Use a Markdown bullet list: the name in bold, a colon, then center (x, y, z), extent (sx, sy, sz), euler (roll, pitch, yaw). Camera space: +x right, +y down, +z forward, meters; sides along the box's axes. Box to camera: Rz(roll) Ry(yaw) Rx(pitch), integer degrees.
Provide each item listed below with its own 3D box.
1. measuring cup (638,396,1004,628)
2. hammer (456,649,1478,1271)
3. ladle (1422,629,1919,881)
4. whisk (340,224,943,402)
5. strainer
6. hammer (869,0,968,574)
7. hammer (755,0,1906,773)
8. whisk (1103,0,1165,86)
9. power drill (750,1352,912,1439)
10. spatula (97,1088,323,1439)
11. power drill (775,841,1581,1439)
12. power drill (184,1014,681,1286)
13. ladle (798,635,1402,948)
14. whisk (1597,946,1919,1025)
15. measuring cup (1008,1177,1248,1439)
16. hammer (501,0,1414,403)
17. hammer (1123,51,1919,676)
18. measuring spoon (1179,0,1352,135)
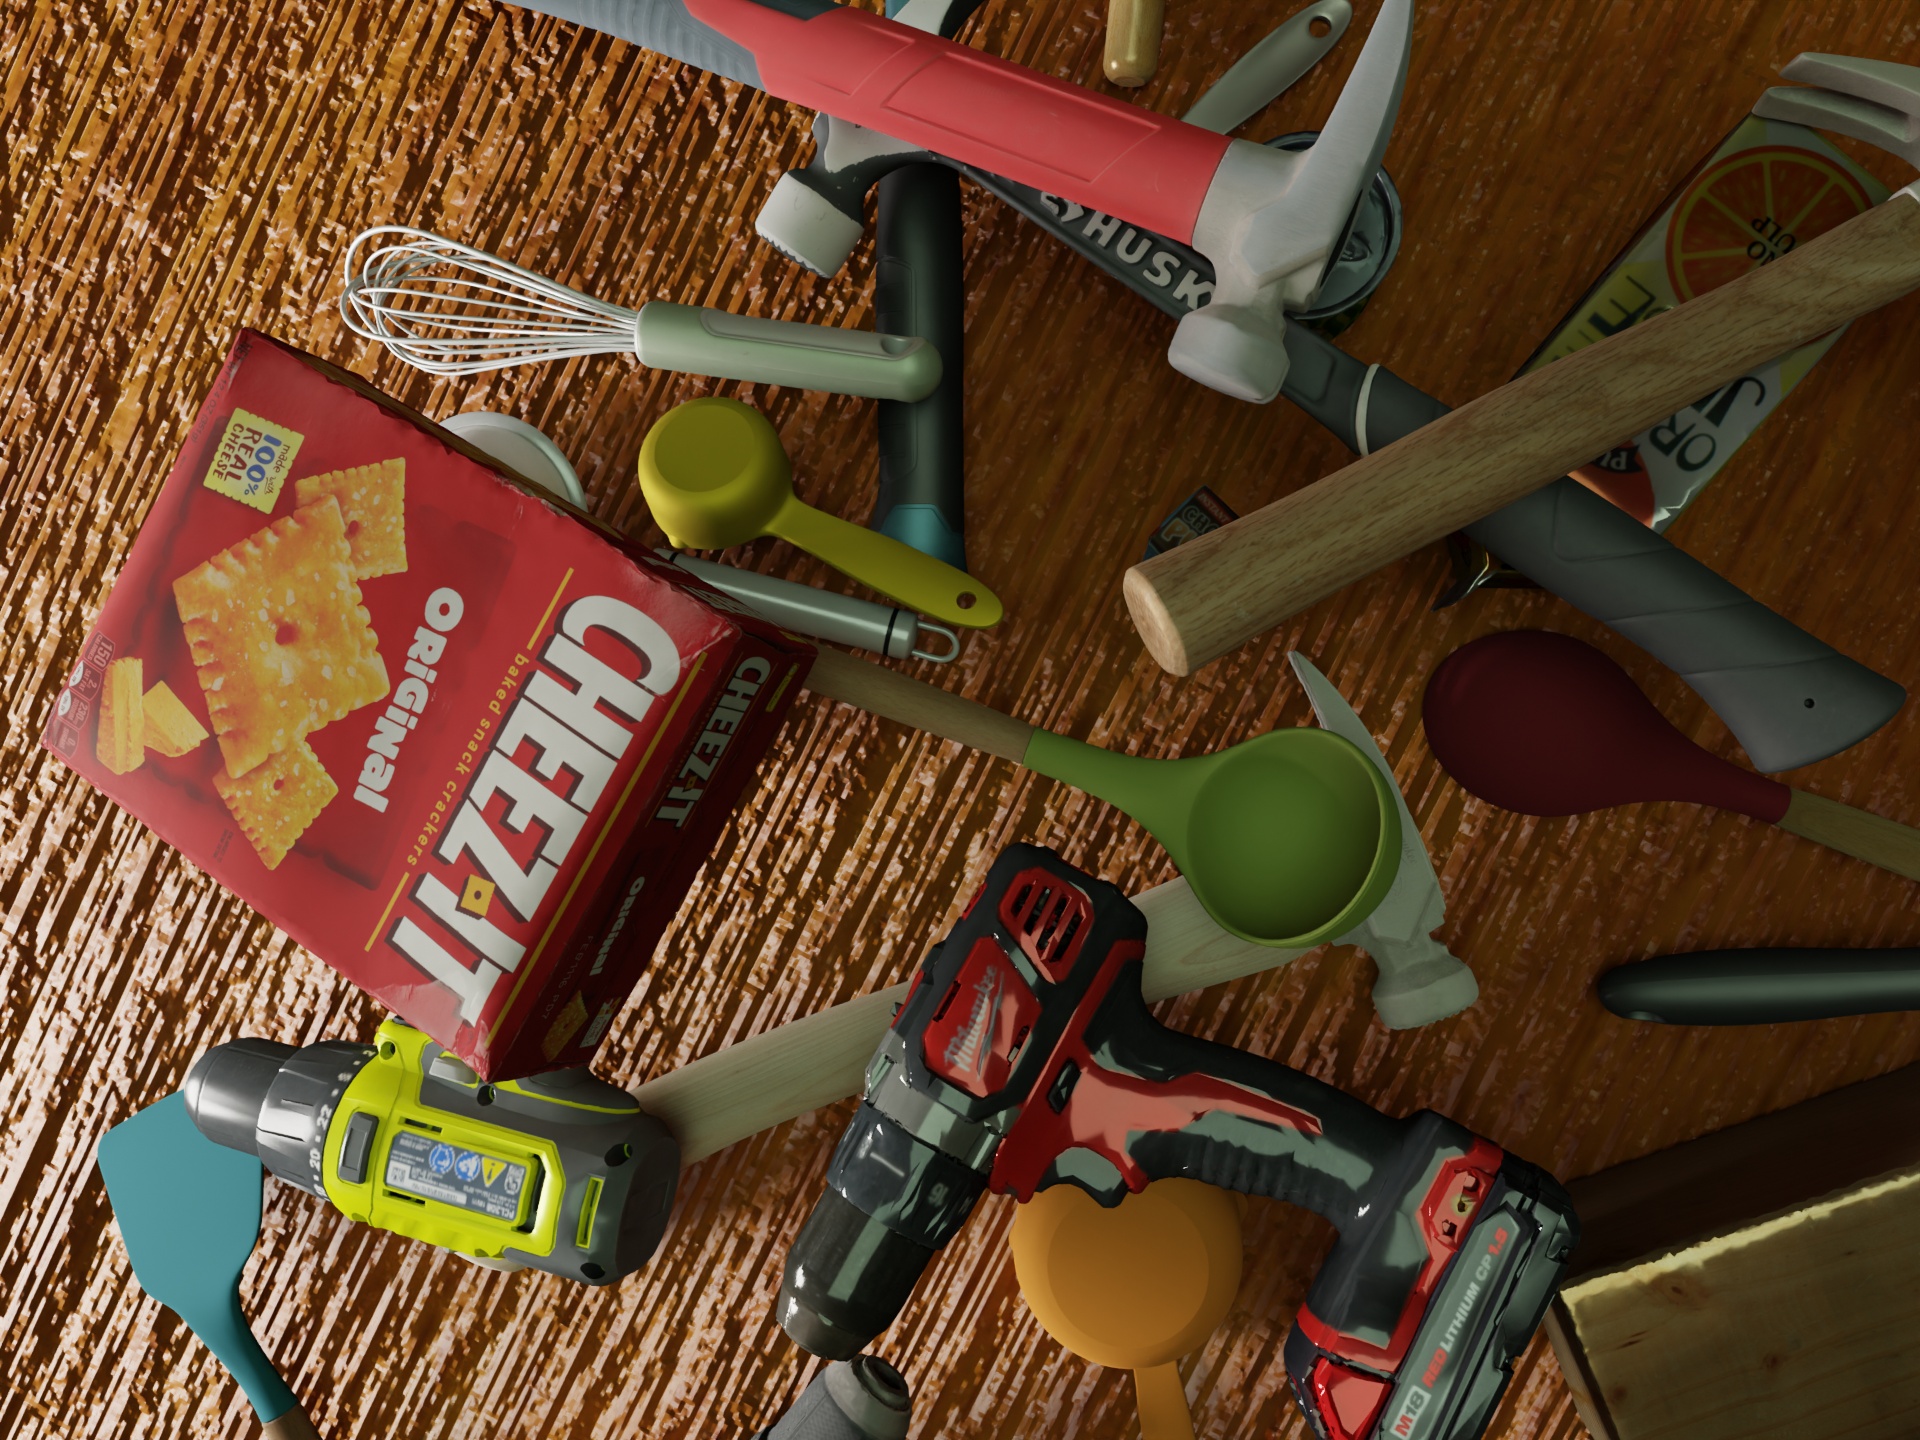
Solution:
- **measuring cup**: center (-0.052, -0.075, 0.586), extent (0.156, 0.029, 0.062), euler (27, 72, 19)
- **hammer**: center (-0.022, 0.111, 0.617), extent (0.410, 0.038, 0.146), euler (-22, 87, 6)
- **ladle**: center (0.325, 0.041, 0.584), extent (0.315, 0.031, 0.069), euler (20, 94, 4)
- **whisk**: center (-0.125, -0.149, 0.604), extent (0.246, 0.058, 0.059), euler (10, 131, 12)
- **strainer**: center (-0.125, -0.061, 0.625), extent (0.258, 0.050, 0.087), euler (14, 105, 3)
- **hammer**: center (-0.017, -0.214, 0.613), extent (0.128, 0.033, 0.331), euler (0, 91, 7)
- **hammer**: center (0.124, -0.119, 0.533), extent (0.409, 0.036, 0.149), euler (37, 102, 12)
- **whisk**: center (0.080, -0.365, 0.596), extent (0.047, 0.051, 0.245), euler (6, 95, 0)
- **power drill**: center (-0.023, 0.371, 0.602), extent (0.226, 0.084, 0.185), euler (38, 93, 9)
- **spatula**: center (-0.260, 0.300, 0.653), extent (0.082, 0.044, 0.317), euler (-26, 93, 5)
- **power drill**: center (0.064, 0.170, 0.538), extent (0.227, 0.080, 0.188), euler (29, 82, 10)
- **power drill**: center (-0.186, 0.079, 0.599), extent (0.190, 0.080, 0.228), euler (11, 86, 14)
- **ladle**: center (-0.001, -0.002, 0.567), extent (0.320, 0.062, 0.078), euler (20, 84, 8)
- **whisk**: center (0.353, 0.090, 0.563), extent (0.239, 0.055, 0.055), euler (-6, 90, 17)
- **measuring cup**: center (0.071, 0.239, 0.599), extent (0.095, 0.052, 0.173), euler (-11, 88, 6)
- **hammer**: center (-0.045, -0.242, 0.540), extent (0.386, 0.038, 0.143), euler (25, 97, 14)
- **hammer**: center (0.198, -0.103, 0.483), extent (0.331, 0.031, 0.130), euler (-27, 78, -8)
- **measuring spoon**: center (0.102, -0.234, 0.612), extent (0.124, 0.018, 0.034), euler (-41, 87, -2)
